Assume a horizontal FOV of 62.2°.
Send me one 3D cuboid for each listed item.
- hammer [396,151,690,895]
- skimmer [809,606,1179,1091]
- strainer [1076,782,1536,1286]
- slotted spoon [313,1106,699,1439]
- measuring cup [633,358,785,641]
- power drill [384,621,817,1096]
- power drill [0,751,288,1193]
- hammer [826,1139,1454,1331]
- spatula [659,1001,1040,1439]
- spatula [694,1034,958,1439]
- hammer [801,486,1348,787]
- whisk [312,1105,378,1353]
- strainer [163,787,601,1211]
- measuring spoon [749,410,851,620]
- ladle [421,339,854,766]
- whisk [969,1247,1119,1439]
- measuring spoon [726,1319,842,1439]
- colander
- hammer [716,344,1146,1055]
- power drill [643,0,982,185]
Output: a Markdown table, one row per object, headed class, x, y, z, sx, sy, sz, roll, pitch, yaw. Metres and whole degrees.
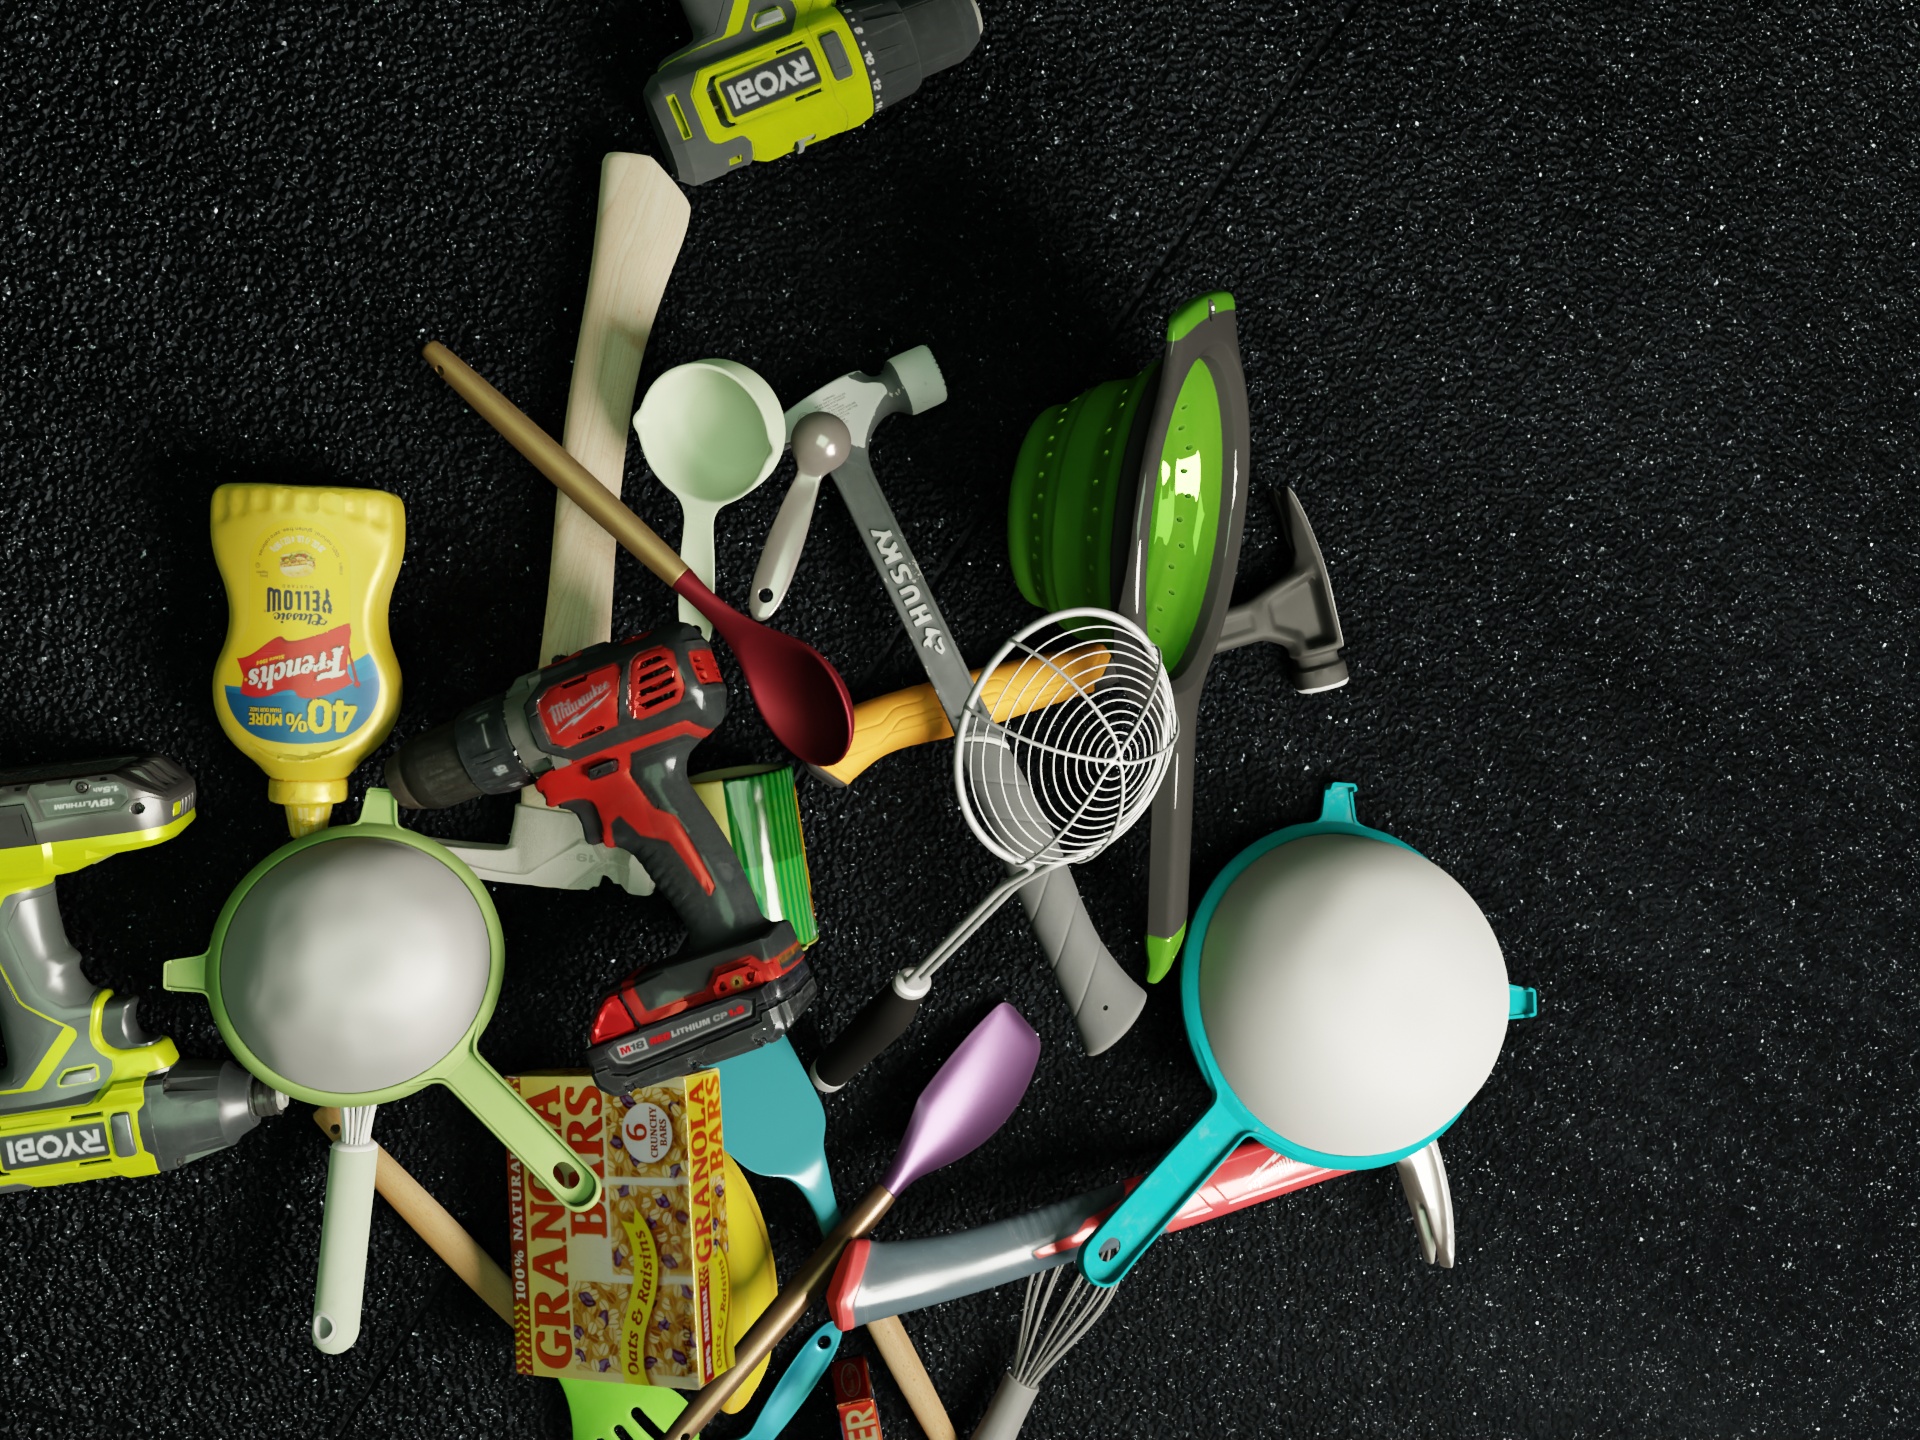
| class | x | y | z | sx | sy | sz | roll | pitch | yaw |
| --- | --- | --- | --- | --- | --- | --- | --- | --- | --- |
| hammer | -0.220 | -0.111 | 0.895 | 0.146 | 0.038 | 0.410 | 7 | 93 | -9 |
| skimmer | -0.007 | 0.086 | 0.847 | 0.127 | 0.363 | 0.090 | 0 | 55 | -34 |
| strainer | 0.199 | 0.198 | 0.915 | 0.340 | 0.095 | 0.211 | -42 | 91 | -20 |
| slotted spoon | -0.266 | 0.340 | 0.930 | 0.070 | 0.031 | 0.313 | -41 | 99 | -7 |
| measuring cup | -0.137 | -0.118 | 0.881 | 0.083 | 0.038 | 0.167 | 14 | 117 | 12 |
| power drill | -0.190 | 0.078 | 0.848 | 0.188 | 0.080 | 0.227 | -20 | 91 | 7 |
| power drill | -0.466 | 0.136 | 0.856 | 0.171 | 0.080 | 0.223 | -7 | 100 | -9 |
| hammer | 0.112 | 0.303 | 0.940 | 0.386 | 0.038 | 0.143 | -12 | 81 | -17 |
| spatula | -0.059 | 0.295 | 0.923 | 0.316 | 0.018 | 0.059 | -46 | 112 | -21 |
| spatula | -0.069 | 0.328 | 0.957 | 0.082 | 0.044 | 0.317 | -36 | 110 | -38 |
| hammer | 0.063 | -0.036 | 0.950 | 0.337 | 0.034 | 0.127 | -17 | 98 | -8 |
| whisk | -0.336 | 0.228 | 0.885 | 0.058 | 0.059 | 0.246 | 5 | 89 | 23 |
| strainer | -0.279 | 0.165 | 0.832 | 0.151 | 0.069 | 0.256 | -44 | 94 | -19 |
| measuring spoon | -0.093 | -0.114 | 0.883 | 0.034 | 0.018 | 0.124 | 19 | 86 | 0 |
| ladle | -0.173 | -0.094 | 0.866 | 0.315 | 0.069 | 0.031 | 43 | 44 | -3 |
| whisk | 0.038 | 0.406 | 0.971 | 0.055 | 0.055 | 0.239 | 27 | 88 | -11 |
| measuring spoon | -0.114 | 0.420 | 0.971 | 0.042 | 0.021 | 0.128 | 39 | 79 | -11 |
| colander | 0.086 | -0.036 | 0.889 | 0.094 | 0.204 | 0.396 | 9 | 114 | 22 |
| hammer | -0.001 | -0.003 | 0.902 | 0.149 | 0.036 | 0.409 | -25 | 86 | -4 |
| power drill | -0.109 | -0.431 | 0.868 | 0.190 | 0.080 | 0.228 | -25 | 101 | -7 |
